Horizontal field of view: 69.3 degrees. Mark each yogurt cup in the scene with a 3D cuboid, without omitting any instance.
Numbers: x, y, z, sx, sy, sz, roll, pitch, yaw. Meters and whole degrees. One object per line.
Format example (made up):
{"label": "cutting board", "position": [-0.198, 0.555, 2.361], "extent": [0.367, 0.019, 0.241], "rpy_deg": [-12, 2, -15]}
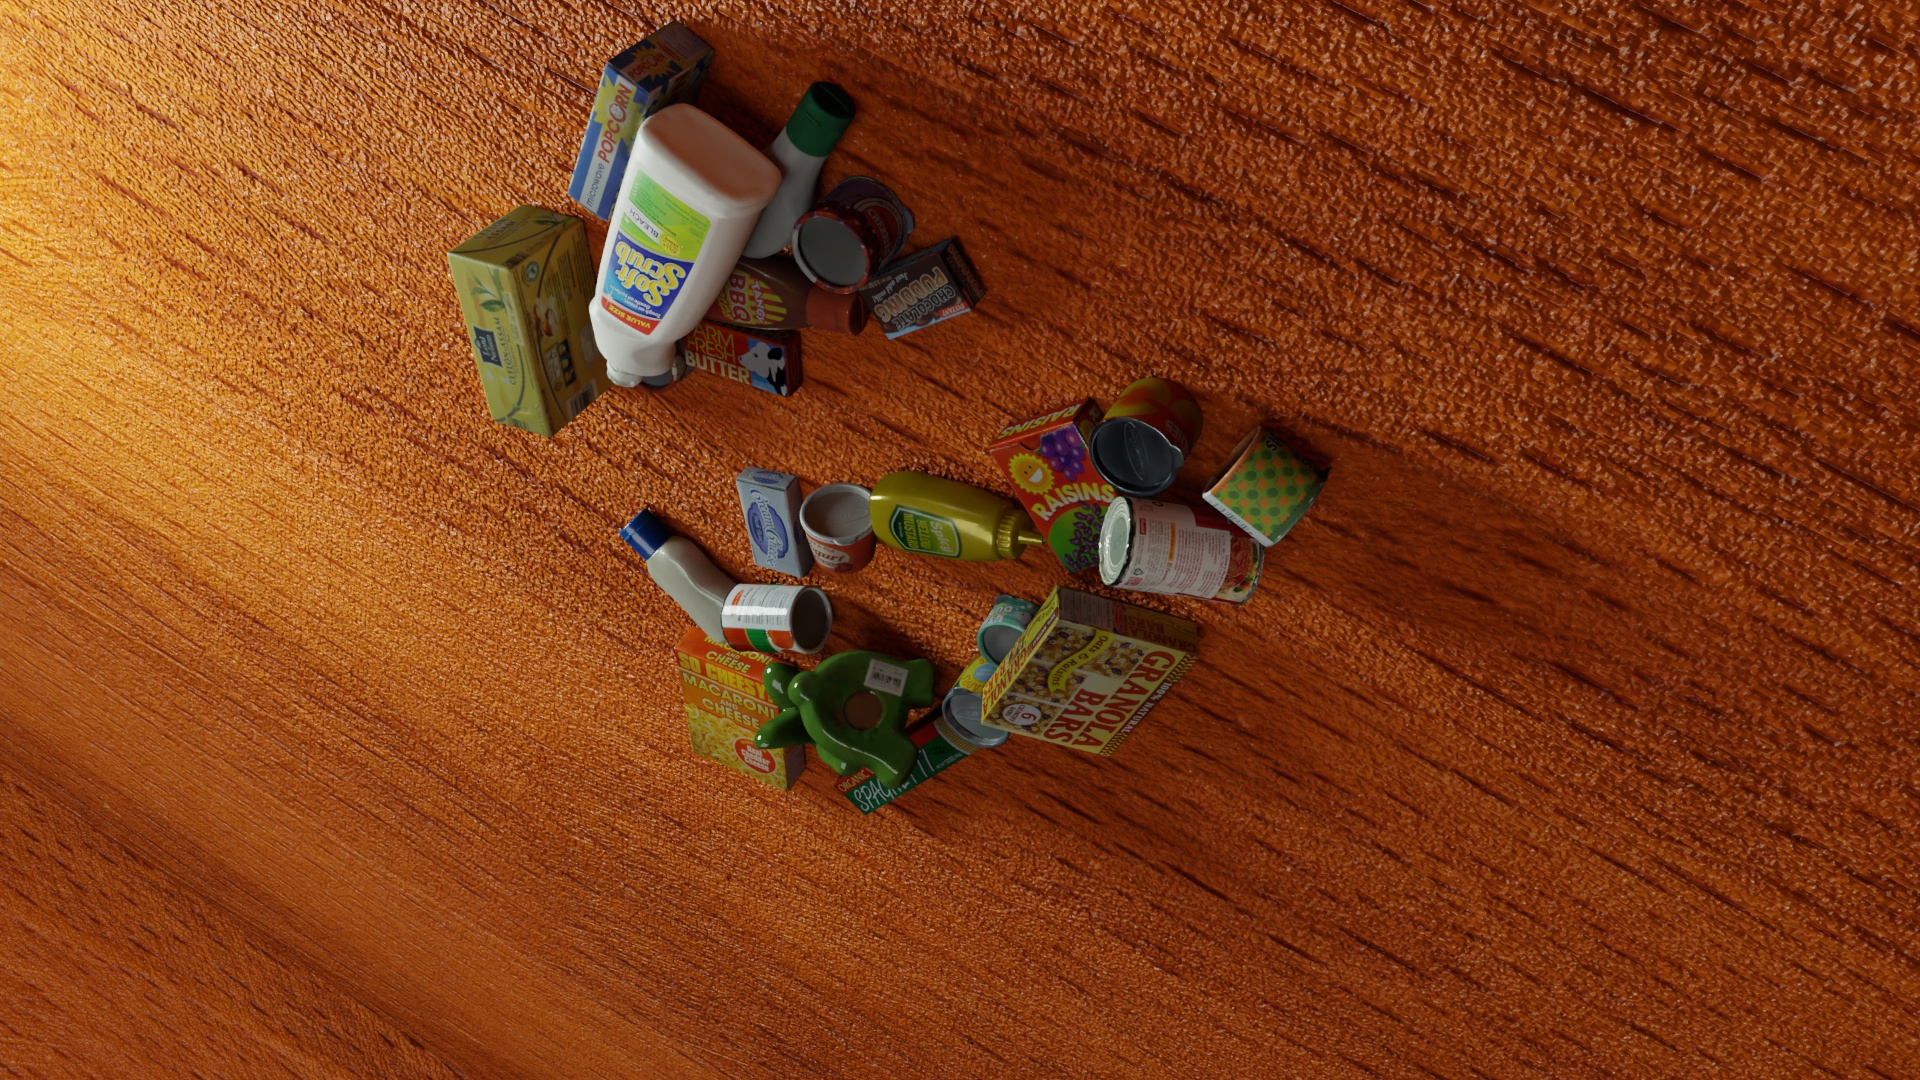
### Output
{"label": "yogurt cup", "position": [-0.101, -0.008, 1.191], "extent": [0.072, 0.073, 0.053], "rpy_deg": [20, 142, 17]}

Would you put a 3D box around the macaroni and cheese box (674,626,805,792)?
{"label": "macaroni and cheese box", "position": [-0.228, 0.176, 1.446], "extent": [0.124, 0.040, 0.165], "rpy_deg": [19, 135, 19]}

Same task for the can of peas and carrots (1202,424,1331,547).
{"label": "can of peas and carrots", "position": [0.212, -0.040, 0.962], "extent": [0.059, 0.071, 0.070], "rpy_deg": [38, 137, 0]}

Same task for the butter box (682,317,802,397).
{"label": "butter box", "position": [-0.181, -0.157, 1.141], "extent": [0.103, 0.024, 0.052], "rpy_deg": [20, 135, 18]}

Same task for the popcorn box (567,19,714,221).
{"label": "popcorn box", "position": [-0.232, -0.302, 1.004], "extent": [0.038, 0.085, 0.126], "rpy_deg": [36, 137, -1]}

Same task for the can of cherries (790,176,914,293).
{"label": "can of cherries", "position": [-0.077, -0.219, 0.996], "extent": [0.071, 0.059, 0.071], "rpy_deg": [18, 134, 20]}

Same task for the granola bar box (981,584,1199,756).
{"label": "granola bar box", "position": [0.104, 0.110, 1.146], "extent": [0.124, 0.039, 0.164], "rpy_deg": [16, 138, -14]}

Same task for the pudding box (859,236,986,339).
{"label": "pudding box", "position": [-0.029, -0.184, 1.017], "extent": [0.083, 0.030, 0.049], "rpy_deg": [-12, 120, 39]}

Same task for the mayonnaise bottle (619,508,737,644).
{"label": "mayonnaise bottle", "position": [-0.265, 0.033, 1.348], "extent": [0.148, 0.041, 0.064], "rpy_deg": [46, 135, -9]}

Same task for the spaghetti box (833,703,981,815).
{"label": "spaghetti box", "position": [-0.044, 0.211, 1.368], "extent": [0.050, 0.029, 0.249], "rpy_deg": [44, 136, -7]}

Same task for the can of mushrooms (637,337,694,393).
{"label": "can of mushrooms", "position": [-0.260, -0.159, 1.184], "extent": [0.071, 0.034, 0.070], "rpy_deg": [17, 133, 19]}

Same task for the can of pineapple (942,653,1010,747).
{"label": "can of pineapple", "position": [0.025, 0.141, 1.240], "extent": [0.071, 0.058, 0.070], "rpy_deg": [17, 133, 19]}

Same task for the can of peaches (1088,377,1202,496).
{"label": "can of peaches", "position": [0.134, -0.074, 0.986], "extent": [0.071, 0.058, 0.070], "rpy_deg": [17, 133, 19]}

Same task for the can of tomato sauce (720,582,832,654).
{"label": "can of tomato sauce", "position": [-0.171, 0.074, 1.304], "extent": [0.083, 0.071, 0.071], "rpy_deg": [0, 126, 32]}

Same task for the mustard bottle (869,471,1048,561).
{"label": "mustard bottle", "position": [0.004, -0.014, 1.127], "extent": [0.160, 0.049, 0.065], "rpy_deg": [11, 133, 25]}

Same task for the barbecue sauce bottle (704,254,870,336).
{"label": "barbecue sauce bottle", "position": [-0.142, -0.191, 1.073], "extent": [0.148, 0.044, 0.064], "rpy_deg": [16, 133, 20]}

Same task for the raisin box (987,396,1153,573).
{"label": "raisin box", "position": [0.089, -0.040, 1.058], "extent": [0.086, 0.040, 0.123], "rpy_deg": [-15, 116, 41]}

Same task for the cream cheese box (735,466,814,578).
{"label": "cream cheese box", "position": [-0.167, -0.016, 1.253], "extent": [0.053, 0.024, 0.103], "rpy_deg": [13, 132, 22]}

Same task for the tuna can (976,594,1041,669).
{"label": "tuna can", "position": [0.048, 0.083, 1.195], "extent": [0.071, 0.033, 0.070], "rpy_deg": [17, 134, 19]}

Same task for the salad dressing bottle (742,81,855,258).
{"label": "salad dressing bottle", "position": [-0.124, -0.265, 0.999], "extent": [0.064, 0.044, 0.147], "rpy_deg": [43, 136, -4]}
